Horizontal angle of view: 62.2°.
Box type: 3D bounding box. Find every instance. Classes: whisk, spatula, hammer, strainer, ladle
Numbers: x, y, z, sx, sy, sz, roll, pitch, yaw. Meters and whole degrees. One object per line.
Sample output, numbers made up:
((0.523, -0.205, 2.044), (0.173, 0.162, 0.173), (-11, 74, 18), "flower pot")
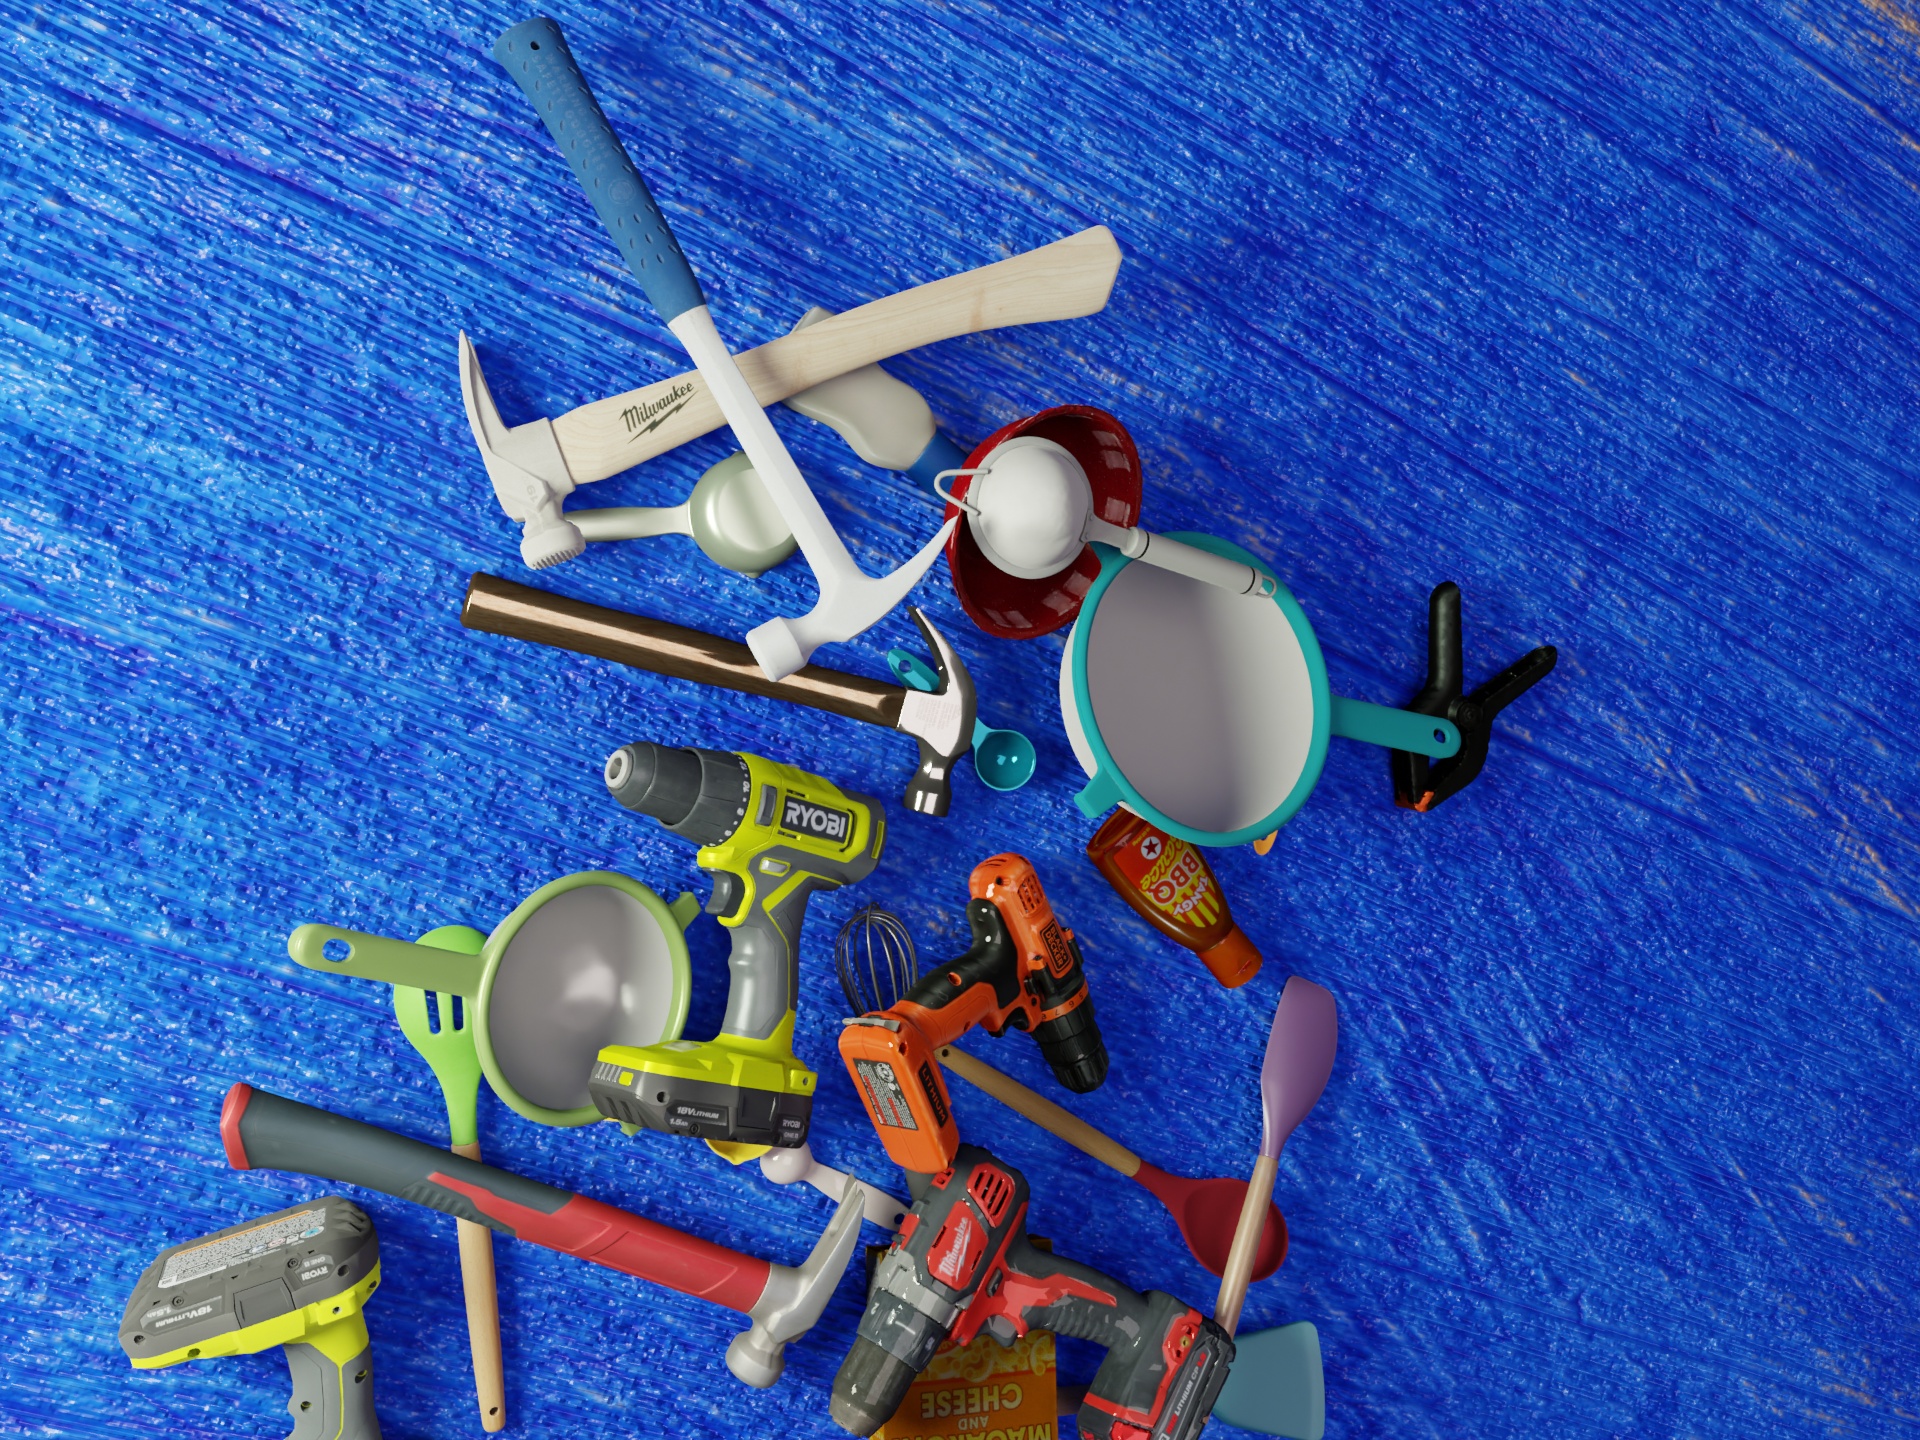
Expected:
((-0.038, 0.235, 1.053), (0.055, 0.055, 0.239), (-16, 100, -18), "whisk")
((0.214, 0.337, 1.130), (0.059, 0.018, 0.316), (27, 70, -18), "spatula")
((-0.145, -0.038, 1.008), (0.331, 0.031, 0.130), (15, 90, -17), "hammer")
((0.197, -0.005, 1.107), (0.340, 0.095, 0.211), (10, 74, -29), "strainer")
((0.102, 0.302, 1.113), (0.315, 0.031, 0.069), (34, 73, -15), "ladle")
((-0.275, 0.149, 0.921), (0.256, 0.069, 0.151), (23, 75, -44), "strainer")
((0.104, -0.116, 1.000), (0.258, 0.050, 0.087), (14, 88, -30), "strainer")
((-0.097, -0.232, 0.980), (0.410, 0.038, 0.146), (-22, 90, -7), "hammer")
((-0.150, -0.232, 0.938), (0.144, 0.035, 0.405), (-30, 90, -7), "hammer")
((-0.243, 0.283, 0.955), (0.386, 0.038, 0.143), (28, 92, -23), "hammer")
((0.103, 0.472, 1.109), (0.317, 0.044, 0.082), (2, 79, -18), "spatula")

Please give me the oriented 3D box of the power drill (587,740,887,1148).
((-0.145, 0.130, 0.956), (0.190, 0.080, 0.228), (21, 74, -41), "power drill")

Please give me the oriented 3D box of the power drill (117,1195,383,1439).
((-0.392, 0.408, 0.918), (0.171, 0.080, 0.223), (-15, 99, -19), "power drill")

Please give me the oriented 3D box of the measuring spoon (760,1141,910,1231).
((-0.077, 0.311, 1.054), (0.124, 0.018, 0.034), (33, 81, -18), "measuring spoon")

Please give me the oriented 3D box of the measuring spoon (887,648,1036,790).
((-0.002, -0.003, 1.077), (0.128, 0.021, 0.042), (43, 90, -6), "measuring spoon")

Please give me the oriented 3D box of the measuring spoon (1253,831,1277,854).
((0.228, 0.040, 1.161), (0.021, 0.011, 0.117), (9, 92, -19), "measuring spoon")

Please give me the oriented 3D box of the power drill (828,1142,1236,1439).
((0.041, 0.405, 1.015), (0.226, 0.080, 0.188), (35, 68, -7), "power drill")

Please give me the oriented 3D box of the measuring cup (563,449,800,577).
((-0.174, -0.128, 0.998), (0.167, 0.038, 0.083), (-7, 94, -21), "measuring cup")

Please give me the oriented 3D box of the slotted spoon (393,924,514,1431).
((-0.298, 0.282, 0.973), (0.070, 0.031, 0.314), (-6, 95, -23), "slotted spoon")

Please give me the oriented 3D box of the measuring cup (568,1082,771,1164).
((-0.188, 0.243, 1.011), (0.156, 0.029, 0.062), (10, 88, -17), "measuring cup")
